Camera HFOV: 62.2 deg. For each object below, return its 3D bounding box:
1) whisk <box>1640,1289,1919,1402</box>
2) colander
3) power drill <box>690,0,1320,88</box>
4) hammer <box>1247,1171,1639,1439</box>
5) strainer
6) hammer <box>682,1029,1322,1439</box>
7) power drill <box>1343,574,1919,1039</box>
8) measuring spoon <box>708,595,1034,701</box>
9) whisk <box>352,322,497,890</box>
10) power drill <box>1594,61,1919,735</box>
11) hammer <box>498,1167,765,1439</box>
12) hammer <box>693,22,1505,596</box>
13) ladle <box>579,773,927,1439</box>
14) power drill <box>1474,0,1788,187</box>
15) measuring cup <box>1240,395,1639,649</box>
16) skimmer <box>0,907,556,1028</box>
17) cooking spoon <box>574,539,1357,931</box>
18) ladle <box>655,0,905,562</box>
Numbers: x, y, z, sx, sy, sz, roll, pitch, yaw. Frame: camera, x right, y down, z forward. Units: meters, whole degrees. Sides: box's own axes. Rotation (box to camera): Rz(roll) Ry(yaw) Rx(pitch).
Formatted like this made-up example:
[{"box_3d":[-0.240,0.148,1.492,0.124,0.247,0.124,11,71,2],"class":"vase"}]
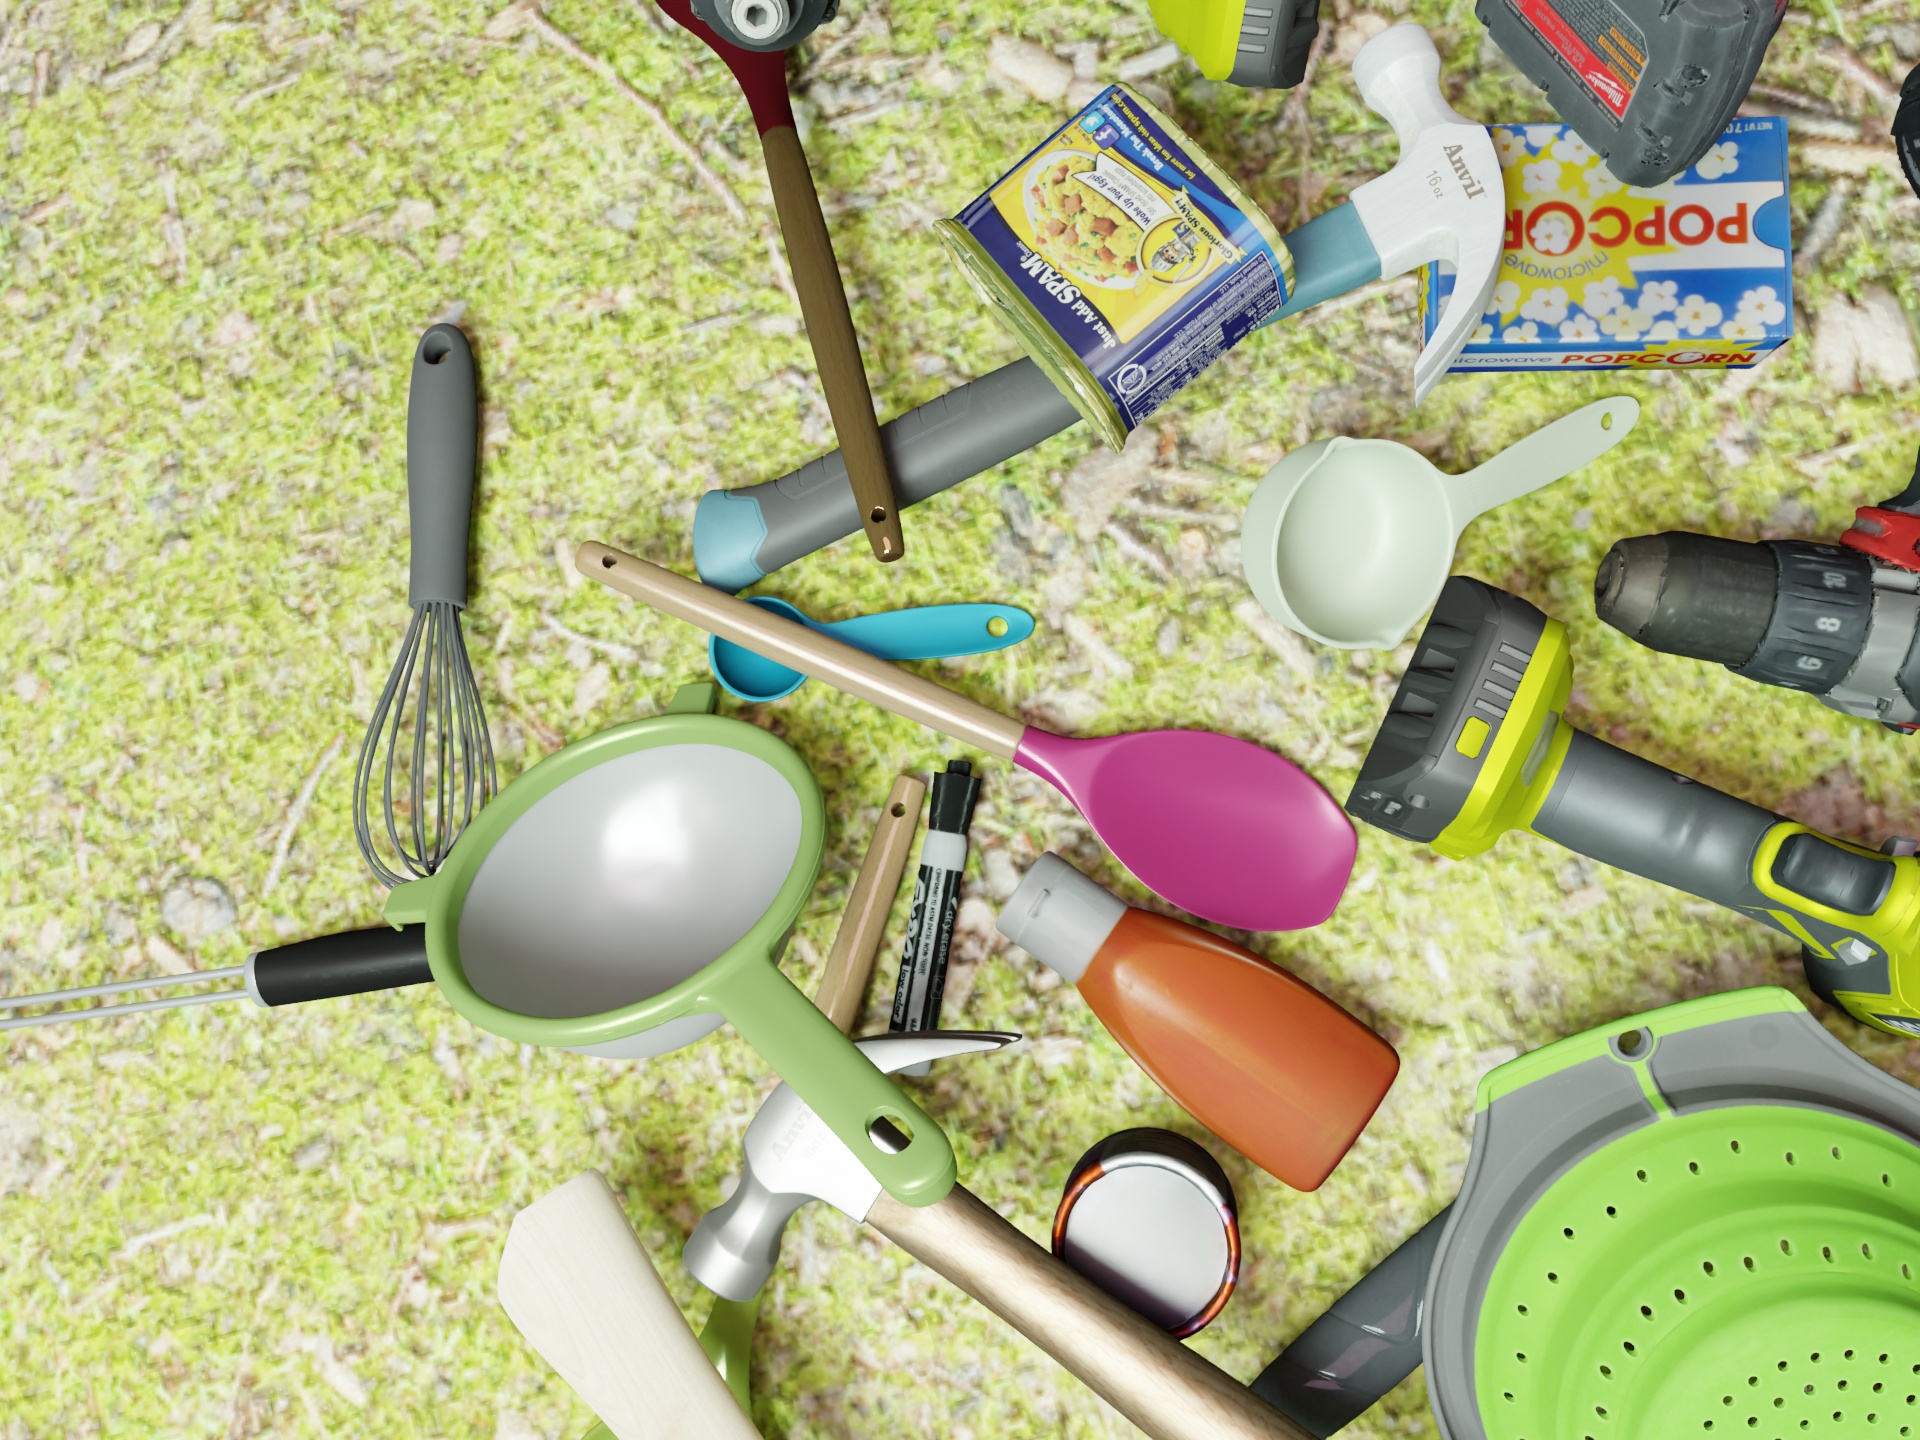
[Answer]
[{"box_3d":[0.348,0.228,0.542,0.245,0.051,0.047,14,65,13],"class":"whisk"},{"box_3d":[0.279,0.286,0.483,0.204,0.094,0.397,-21,92,10],"class":"colander"},{"box_3d":[0.013,-0.283,0.571,0.223,0.080,0.171,0,45,-4],"class":"power drill"},{"box_3d":[0.078,0.273,0.567,0.409,0.036,0.149,-40,71,0],"class":"hammer"},{"box_3d":[-0.081,0.094,0.556,0.151,0.069,0.257,-38,47,-20],"class":"strainer"},{"box_3d":[0.070,0.217,0.517,0.331,0.031,0.130,32,95,14],"class":"hammer"},{"box_3d":[0.245,0.037,0.500,0.228,0.190,0.080,24,88,14],"class":"power drill"},{"box_3d":[-0.035,-0.031,0.632,0.128,0.021,0.042,-5,84,-2],"class":"measuring spoon"},{"box_3d":[-0.214,-0.048,0.643,0.055,0.055,0.239,-3,79,7],"class":"whisk"},{"box_3d":[0.332,-0.108,0.533,0.188,0.080,0.226,11,104,4],"class":"power drill"},{"box_3d":[-0.021,0.328,0.524,0.146,0.038,0.411,-33,81,-3],"class":"hammer"},{"box_3d":[0.044,-0.131,0.601,0.331,0.033,0.128,-24,74,12],"class":"hammer"},{"box_3d":[-0.071,0.172,0.594,0.078,0.062,0.320,17,84,10],"class":"ladle"},{"box_3d":[0.311,-0.285,0.560,0.219,0.078,0.143,-27,68,-7],"class":"power drill"},{"box_3d":[0.179,-0.086,0.597,0.167,0.038,0.083,-26,111,-14],"class":"measuring cup"},{"box_3d":[-0.340,0.127,0.617,0.363,0.090,0.127,-9,116,4],"class":"skimmer"},{"box_3d":[-0.001,-0.002,0.607,0.319,0.017,0.069,23,81,3],"class":"cooking spoon"},{"box_3d":[-0.066,-0.206,0.623,0.069,0.031,0.316,-16,75,3],"class":"ladle"}]
